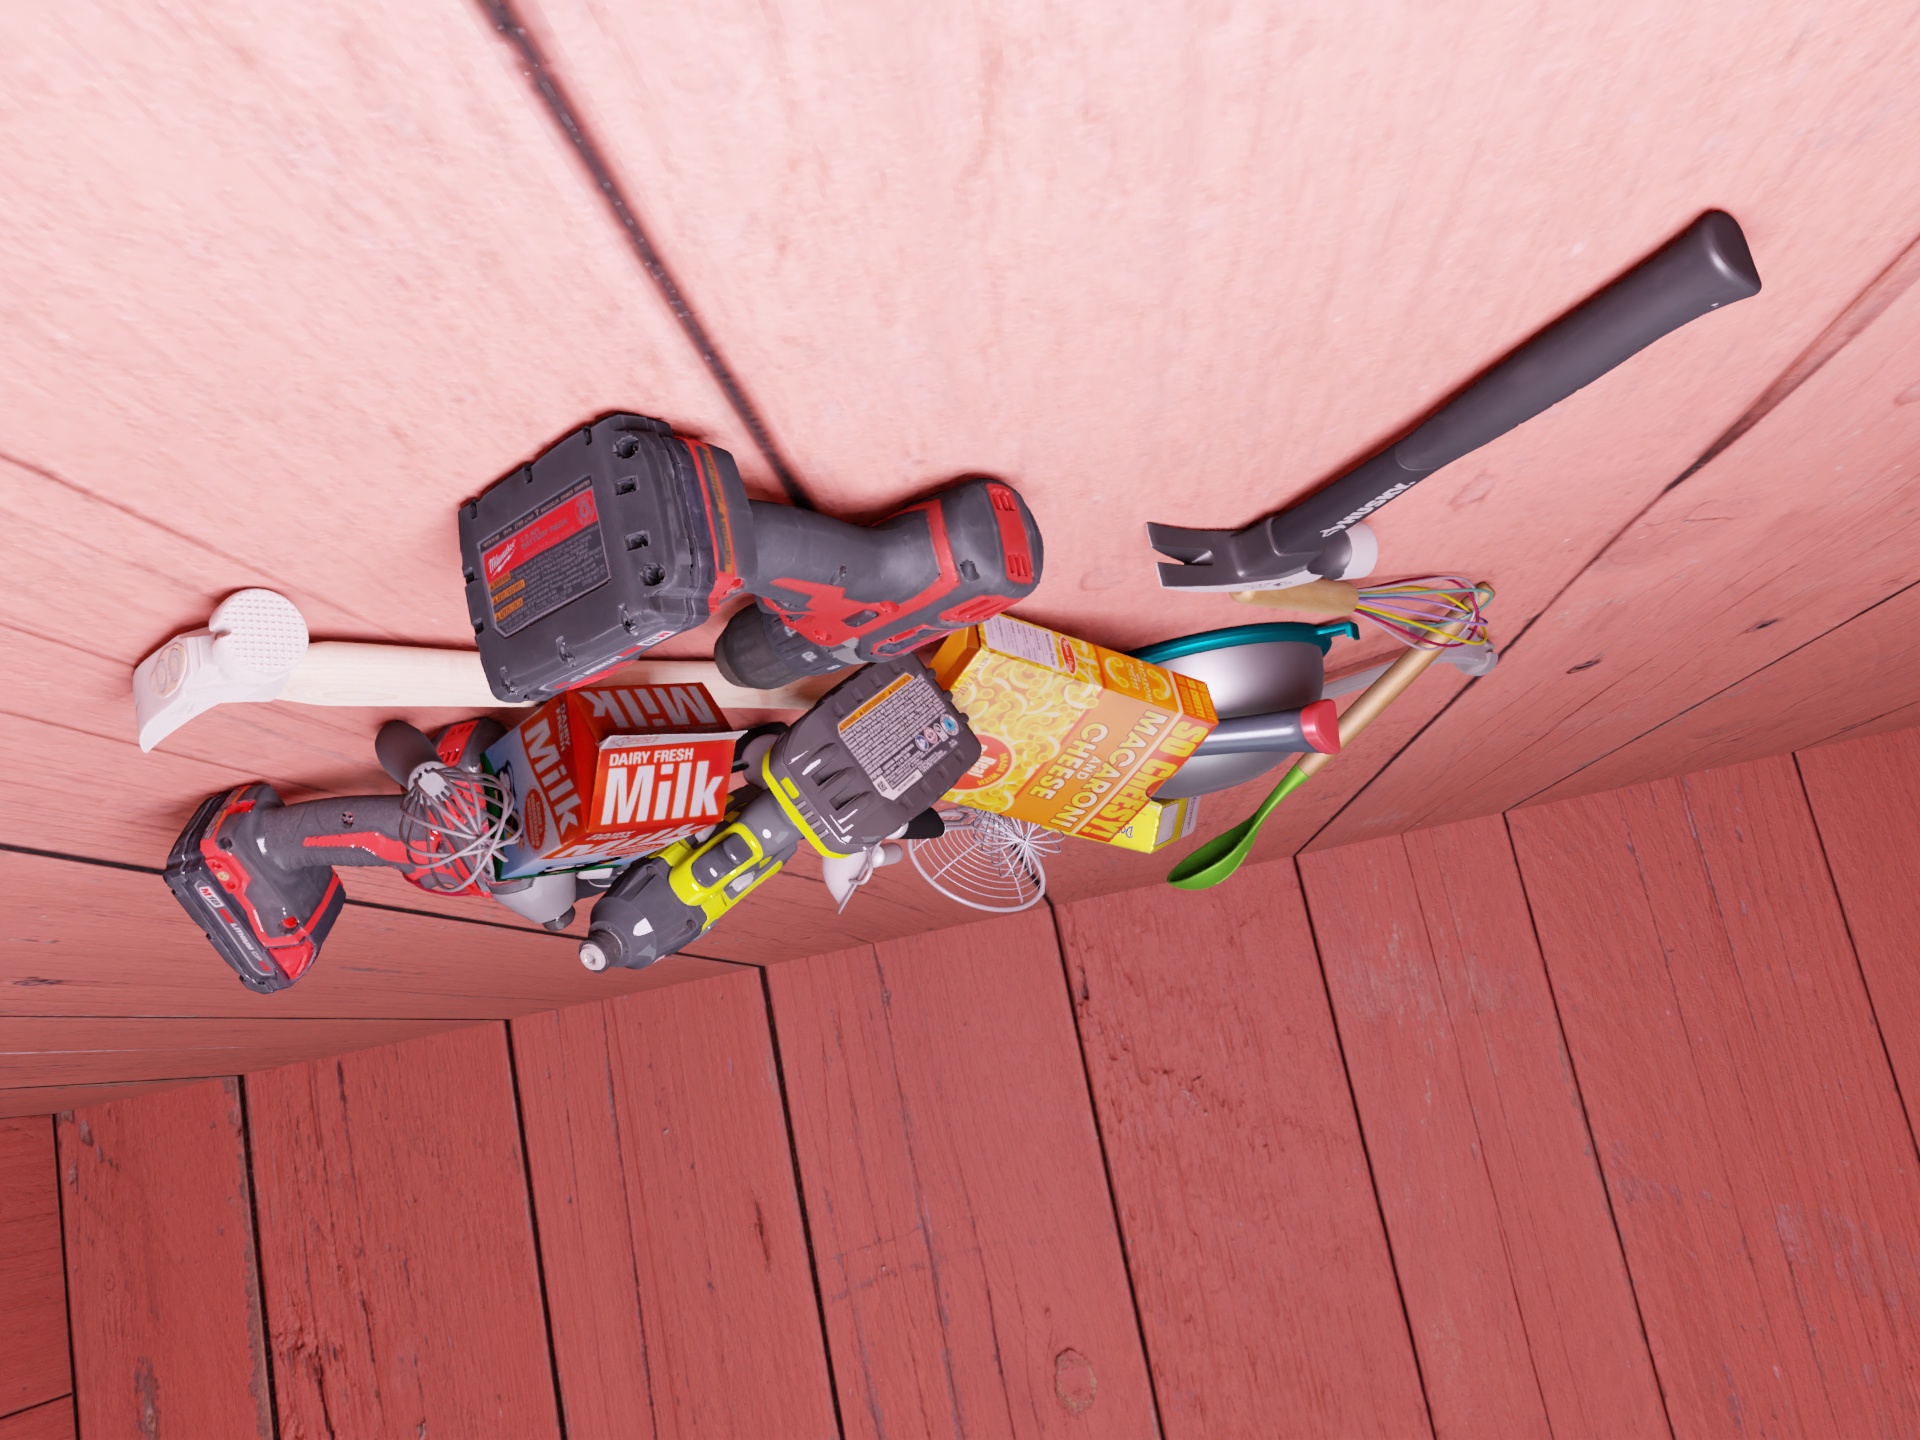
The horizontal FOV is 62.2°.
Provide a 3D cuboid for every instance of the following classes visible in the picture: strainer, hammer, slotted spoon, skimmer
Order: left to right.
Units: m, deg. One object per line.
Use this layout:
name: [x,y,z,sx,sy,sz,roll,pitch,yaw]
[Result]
hammer: [-0.204,-0.018,0.834,0.410,0.038,0.146,0,165,-45]
hammer: [-0.292,0.129,1.353,0.149,0.036,0.409,0,170,-25]
strainer: [-0.074,0.111,1.299,0.050,0.087,0.258,29,180,7]
skimmer: [-0.015,0.112,1.253,0.127,0.090,0.363,16,179,14]
hammer: [0.056,0.024,1.065,0.386,0.038,0.143,-5,169,1]
strainer: [0.164,0.021,1.224,0.211,0.095,0.340,-9,167,-13]
hammer: [0.252,-0.007,1.319,0.359,0.037,0.149,-21,165,37]
slotted spoon: [0.265,0.019,1.142,0.313,0.031,0.070,-48,180,20]
hammer: [0.215,-0.128,0.720,0.146,0.035,0.334,-7,167,-25]

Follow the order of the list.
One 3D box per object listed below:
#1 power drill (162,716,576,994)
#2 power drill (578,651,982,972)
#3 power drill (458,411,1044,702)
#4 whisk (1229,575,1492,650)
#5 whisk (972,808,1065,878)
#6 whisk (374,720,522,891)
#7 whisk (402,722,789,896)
power drill: [-0.342,0.086,0.954,0.219,0.079,0.143,-14,123,12]
power drill: [-0.108,0.060,0.886,0.223,0.080,0.171,-35,-177,36]
power drill: [-0.097,-0.054,0.678,0.188,0.080,0.226,-21,168,38]
whisk: [0.259,-0.073,1.003,0.244,0.047,0.051,2,163,-39]
whisk: [0.034,0.061,1.236,0.070,0.070,0.285,-11,-170,-3]
whisk: [-0.268,0.034,0.802,0.055,0.055,0.239,-5,-166,-27]
whisk: [-0.254,0.056,1.094,0.296,0.073,0.073,-19,168,4]
